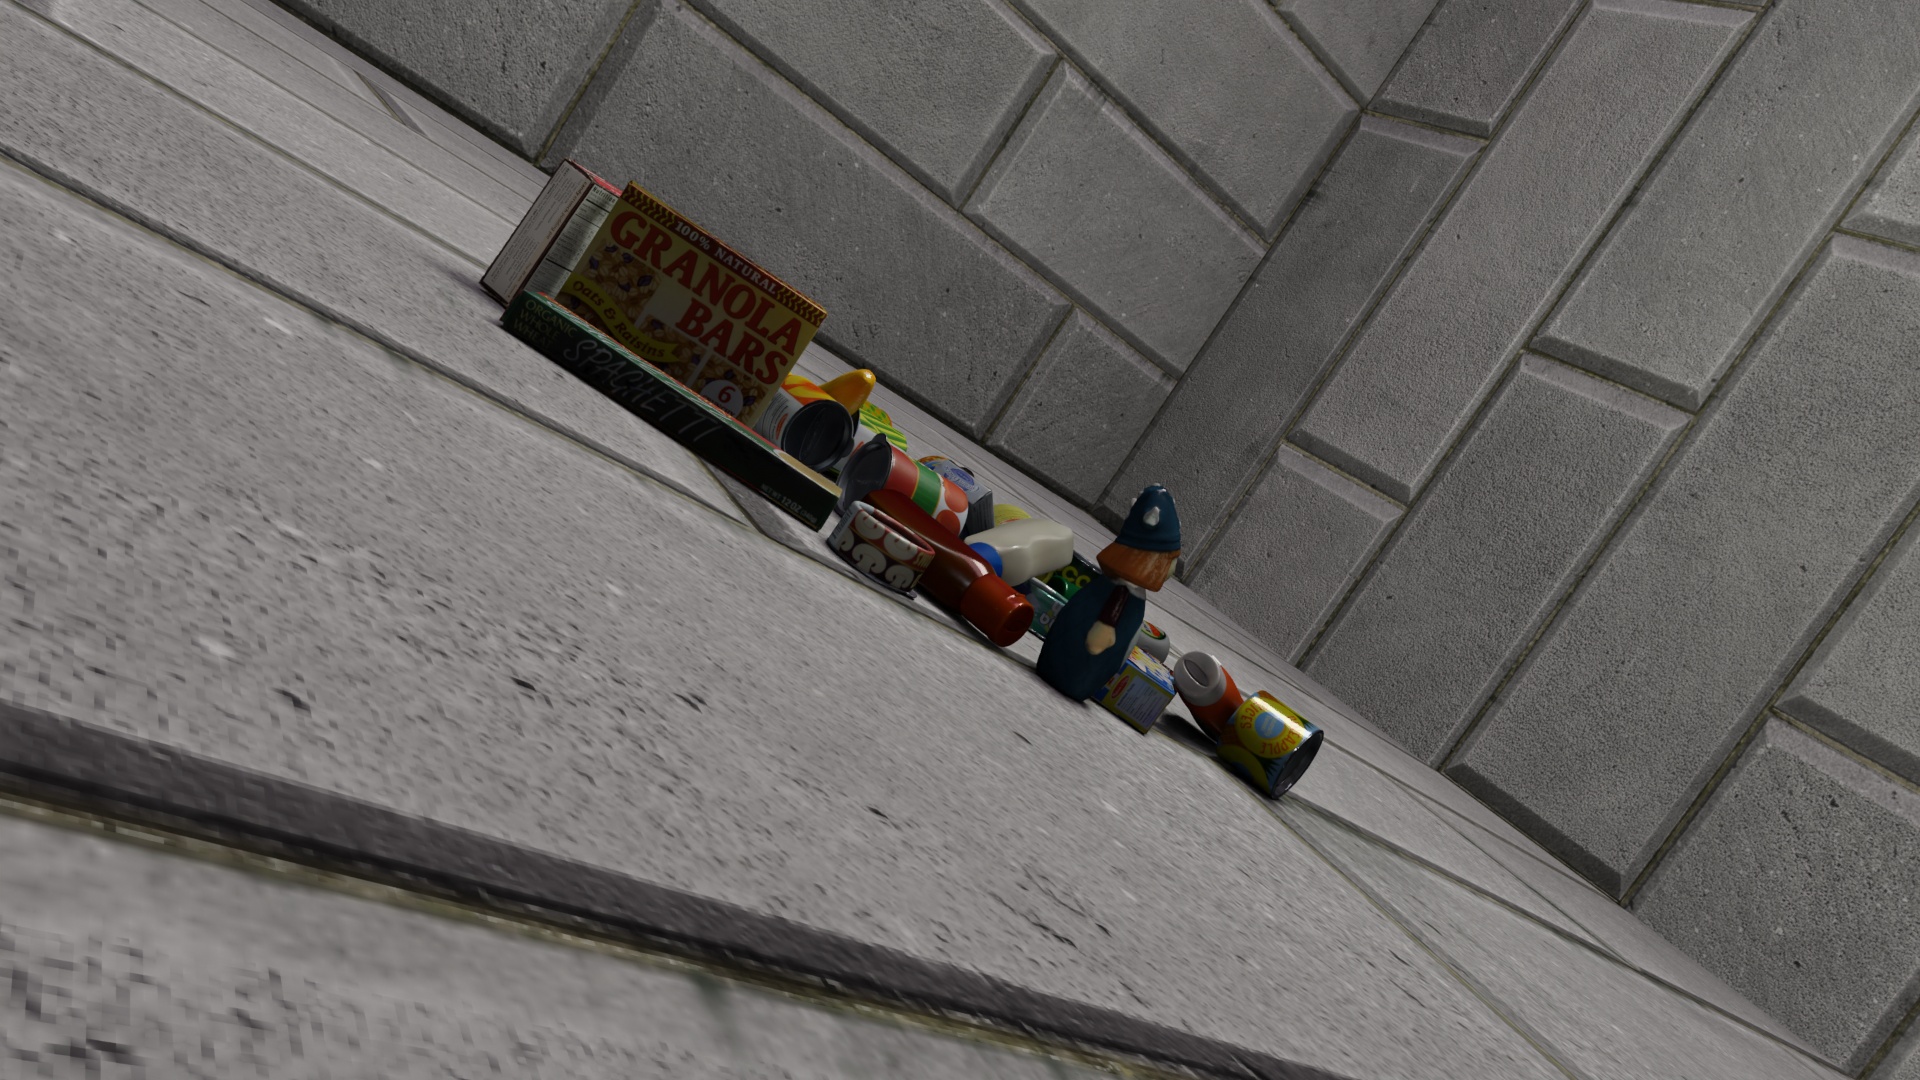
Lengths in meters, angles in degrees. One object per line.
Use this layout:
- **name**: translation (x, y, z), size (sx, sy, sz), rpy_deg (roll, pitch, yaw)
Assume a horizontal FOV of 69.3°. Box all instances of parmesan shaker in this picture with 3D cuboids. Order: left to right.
- **parmesan shaker**: translation (0.049, 0.007, 1.263), size (0.071, 0.071, 0.103), rpy_deg (33, 5, -11)

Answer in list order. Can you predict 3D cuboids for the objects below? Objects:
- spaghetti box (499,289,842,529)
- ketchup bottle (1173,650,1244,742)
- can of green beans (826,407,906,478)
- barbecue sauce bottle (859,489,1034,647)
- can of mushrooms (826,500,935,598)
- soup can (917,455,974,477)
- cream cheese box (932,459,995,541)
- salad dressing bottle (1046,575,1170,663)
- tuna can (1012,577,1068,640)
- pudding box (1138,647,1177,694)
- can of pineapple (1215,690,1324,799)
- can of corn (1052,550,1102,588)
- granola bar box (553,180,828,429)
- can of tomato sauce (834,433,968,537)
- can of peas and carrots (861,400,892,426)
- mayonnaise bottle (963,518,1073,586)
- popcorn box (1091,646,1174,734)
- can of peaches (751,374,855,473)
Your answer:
- **spaghetti box**: translation (-0.190, -0.088, 0.932), size (0.250, 0.028, 0.050), rpy_deg (33, 5, -6)
- **ketchup bottle**: translation (0.202, 0.124, 1.124), size (0.065, 0.043, 0.148), rpy_deg (50, 1, 26)
- **can of green beans**: translation (-0.090, -0.081, 1.236), size (0.058, 0.071, 0.071), rpy_deg (31, 6, -33)
- **barbecue sauce bottle**: translation (-0.011, 0.019, 0.974), size (0.149, 0.043, 0.065), rpy_deg (38, 12, 34)
- **can of mushrooms**: translation (-0.050, 0.005, 0.917), size (0.071, 0.033, 0.071), rpy_deg (33, 5, -3)
- **soup can**: translation (-0.018, -0.043, 1.294), size (0.071, 0.071, 0.084), rpy_deg (33, 6, -13)
- **cream cheese box**: translation (0.004, -0.014, 1.151), size (0.053, 0.024, 0.103), rpy_deg (37, -29, 32)
- **salad dressing bottle**: translation (0.130, 0.076, 1.270), size (0.147, 0.044, 0.064), rpy_deg (29, 9, -37)
- **tuna can**: translation (0.065, 0.055, 1.134), size (0.071, 0.033, 0.071), rpy_deg (33, 5, -3)
- **pudding box**: translation (0.153, 0.113, 1.158), size (0.050, 0.030, 0.083), rpy_deg (37, 7, 21)
- **can of pineapple**: translation (0.244, 0.159, 1.096), size (0.058, 0.071, 0.071), rpy_deg (36, 6, 29)
- **can of corn**: translation (0.103, 0.043, 1.317), size (0.071, 0.058, 0.071), rpy_deg (34, 6, -4)
- **granola bar box**: translation (-0.200, -0.161, 1.003), size (0.165, 0.124, 0.039), rpy_deg (32, 7, -21)
- **can of tomato sauce**: translation (-0.045, -0.032, 1.072), size (0.083, 0.071, 0.071), rpy_deg (31, 6, -35)
- **can of peas and carrots**: translation (-0.109, -0.112, 1.365), size (0.071, 0.071, 0.058), rpy_deg (38, 6, 37)
- **mayonnaise bottle**: translation (0.033, 0.013, 1.079), size (0.065, 0.041, 0.148), rpy_deg (9, 14, 27)
- **popcorn box**: translation (0.115, 0.097, 1.048), size (0.085, 0.038, 0.127), rpy_deg (35, 6, 4)
- **can of peaches**: translation (-0.129, -0.094, 1.133), size (0.071, 0.071, 0.058), rpy_deg (28, 7, -46)
